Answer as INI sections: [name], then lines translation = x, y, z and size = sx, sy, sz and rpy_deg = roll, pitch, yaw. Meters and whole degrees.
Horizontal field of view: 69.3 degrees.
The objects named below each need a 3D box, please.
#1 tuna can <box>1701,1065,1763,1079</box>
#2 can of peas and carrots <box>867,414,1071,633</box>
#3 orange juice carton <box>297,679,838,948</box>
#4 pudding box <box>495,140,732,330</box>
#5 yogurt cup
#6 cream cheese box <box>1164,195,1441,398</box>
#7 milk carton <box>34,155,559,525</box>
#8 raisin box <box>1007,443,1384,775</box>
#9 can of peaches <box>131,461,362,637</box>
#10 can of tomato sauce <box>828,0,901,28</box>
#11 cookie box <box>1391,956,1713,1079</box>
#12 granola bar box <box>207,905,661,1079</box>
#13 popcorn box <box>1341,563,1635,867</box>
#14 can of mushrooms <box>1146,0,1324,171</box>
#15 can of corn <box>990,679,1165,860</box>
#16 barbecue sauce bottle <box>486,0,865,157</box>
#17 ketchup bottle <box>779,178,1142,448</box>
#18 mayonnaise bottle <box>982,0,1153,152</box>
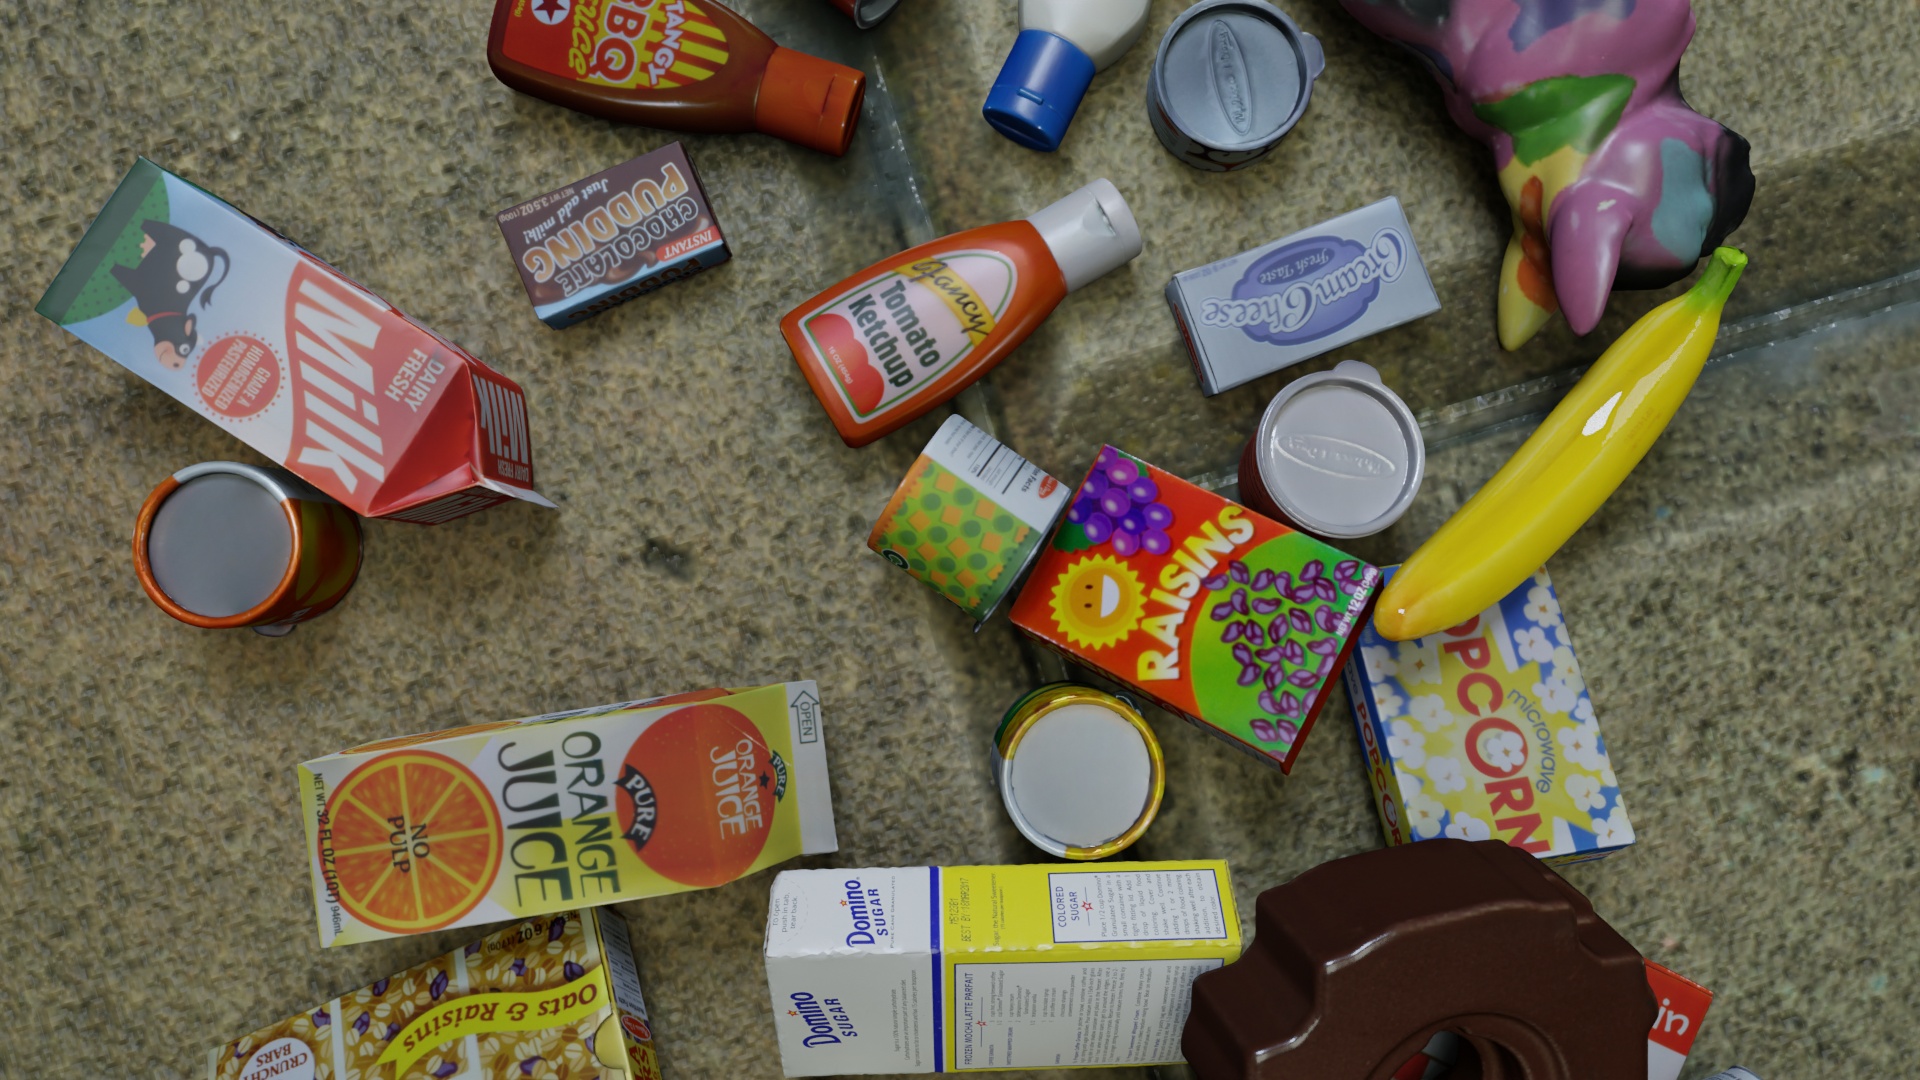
[tuna can]
translation = 0.318, 0.253, 0.562
size = 0.033, 0.071, 0.071
rpy_deg = -20, 89, -1
[can of peas and carrots]
translation = 0.002, -0.007, 0.564
size = 0.059, 0.071, 0.071
rpy_deg = 34, 88, 0
[orange juice carton]
translation = -0.148, 0.104, 0.552
size = 0.193, 0.073, 0.072
rpy_deg = -8, 88, -2
[pudding box]
translation = -0.144, -0.126, 0.581
size = 0.084, 0.030, 0.049
rpy_deg = -22, 90, -2
[yogurt cup]
translation = 0.147, -0.030, 0.569
size = 0.072, 0.054, 0.072
rpy_deg = 1, 80, -5
[cream cheese box]
translation = 0.145, -0.103, 0.590
size = 0.104, 0.024, 0.053
rpy_deg = -21, 89, -2
[milk carton]
translation = -0.250, -0.065, 0.555
size = 0.190, 0.072, 0.073
rpy_deg = 32, 88, 0
[raisin box]
translation = 0.094, 0.025, 0.555
size = 0.123, 0.040, 0.086
rpy_deg = 27, 83, 21
[can of peaches]
translation = -0.286, 0.005, 0.559
size = 0.071, 0.058, 0.071
rpy_deg = 0, 88, -2
[can of tomato sauce]
translation = -0.055, -0.263, 0.568
size = 0.083, 0.071, 0.071
rpy_deg = 38, 88, 1
[cookie box]
translation = 0.214, 0.231, 0.572
size = 0.123, 0.040, 0.167
rpy_deg = 26, 88, 0
[granola bar box]
translation = -0.201, 0.228, 0.536
size = 0.166, 0.039, 0.124
rpy_deg = -22, 58, -2
[popcorn box]
translation = 0.205, 0.070, 0.560
size = 0.085, 0.038, 0.127
rpy_deg = -9, 69, -3
[can of mushrooms]
translation = 0.115, -0.193, 0.588
size = 0.071, 0.033, 0.071
rpy_deg = 0, 88, -1
[can of corn]
translation = 0.049, 0.090, 0.564
size = 0.071, 0.058, 0.071
rpy_deg = 0, 88, -2
[barbecue sauce bottle]
translation = -0.115, -0.199, 0.578
size = 0.148, 0.043, 0.065
rpy_deg = 17, 87, -1
[ketchup bottle]
translation = 0.003, -0.099, 0.577
size = 0.149, 0.043, 0.064
rpy_deg = -30, 89, -3
[mayonnaise bottle]
translation = 0.057, -0.238, 0.585
size = 0.065, 0.041, 0.148
rpy_deg = 27, 89, 1
